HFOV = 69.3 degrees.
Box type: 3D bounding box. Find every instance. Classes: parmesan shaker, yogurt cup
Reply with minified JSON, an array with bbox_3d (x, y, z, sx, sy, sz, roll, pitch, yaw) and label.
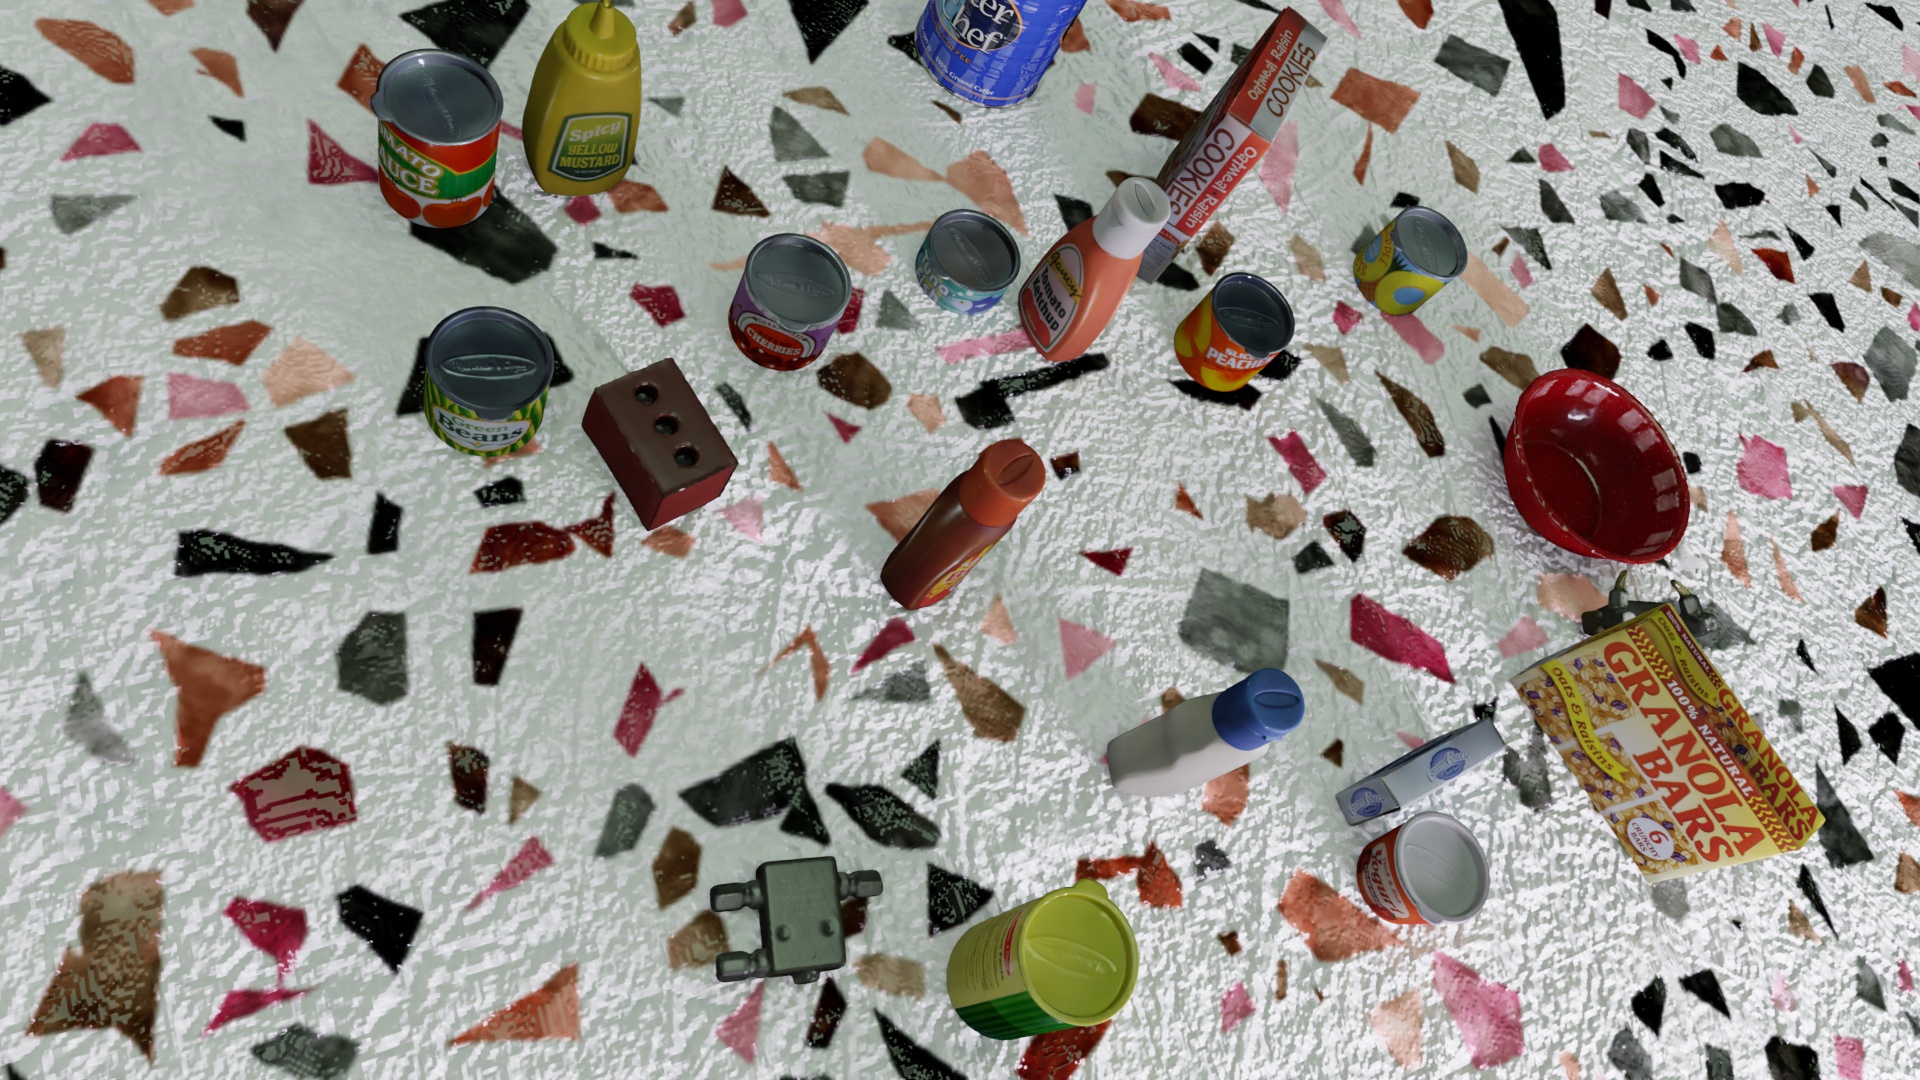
[{"bbox_3d":[0.042,0.221,0.728,0.071,0.102,0.071,9,64,-19],"label":"parmesan shaker"},{"bbox_3d":[0.284,0.207,0.862,0.072,0.053,0.072,9,64,-18],"label":"yogurt cup"}]

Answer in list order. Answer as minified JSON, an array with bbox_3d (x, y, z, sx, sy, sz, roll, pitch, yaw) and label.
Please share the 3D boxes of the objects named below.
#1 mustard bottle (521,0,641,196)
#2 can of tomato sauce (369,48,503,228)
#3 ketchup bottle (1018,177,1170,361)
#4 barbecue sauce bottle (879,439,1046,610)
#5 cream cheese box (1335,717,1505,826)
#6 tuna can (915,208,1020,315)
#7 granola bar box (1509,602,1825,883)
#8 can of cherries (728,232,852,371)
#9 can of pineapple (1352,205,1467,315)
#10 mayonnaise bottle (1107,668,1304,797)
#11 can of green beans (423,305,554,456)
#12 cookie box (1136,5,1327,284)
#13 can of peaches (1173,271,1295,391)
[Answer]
[{"bbox_3d":[-0.218,-0.264,0.812,0.065,0.159,0.049,-13,73,-26],"label":"mustard bottle"},{"bbox_3d":[-0.304,-0.230,0.806,0.071,0.082,0.071,9,64,-19],"label":"can of tomato sauce"},{"bbox_3d":[0.087,-0.178,0.903,0.044,0.148,0.065,-13,73,-27],"label":"ketchup bottle"},{"bbox_3d":[0.003,-0.010,0.792,0.065,0.148,0.043,-39,86,-31],"label":"barbecue sauce bottle"},{"bbox_3d":[0.296,0.149,0.894,0.104,0.053,0.024,-20,76,-28],"label":"cream cheese box"},{"bbox_3d":[0.003,-0.187,0.941,0.071,0.032,0.071,9,64,-18],"label":"tuna can"},{"bbox_3d":[0.467,0.137,0.928,0.039,0.123,0.165,-26,79,-29],"label":"granola bar box"},{"bbox_3d":[-0.108,-0.145,0.861,0.071,0.058,0.072,9,64,-18],"label":"can of cherries"},{"bbox_3d":[0.348,-0.218,1.081,0.071,0.057,0.071,9,64,-18],"label":"can of pineapple"},{"bbox_3d":[0.141,0.111,0.793,0.065,0.147,0.041,3,66,-21],"label":"mayonnaise bottle"},{"bbox_3d":[-0.263,-0.087,0.772,0.071,0.057,0.071,9,64,-18],"label":"can of green beans"},{"bbox_3d":[0.178,-0.274,0.974,0.040,0.166,0.123,33,59,-6],"label":"cookie box"},{"bbox_3d":[0.193,-0.145,0.984,0.071,0.057,0.071,9,64,-18],"label":"can of peaches"}]
